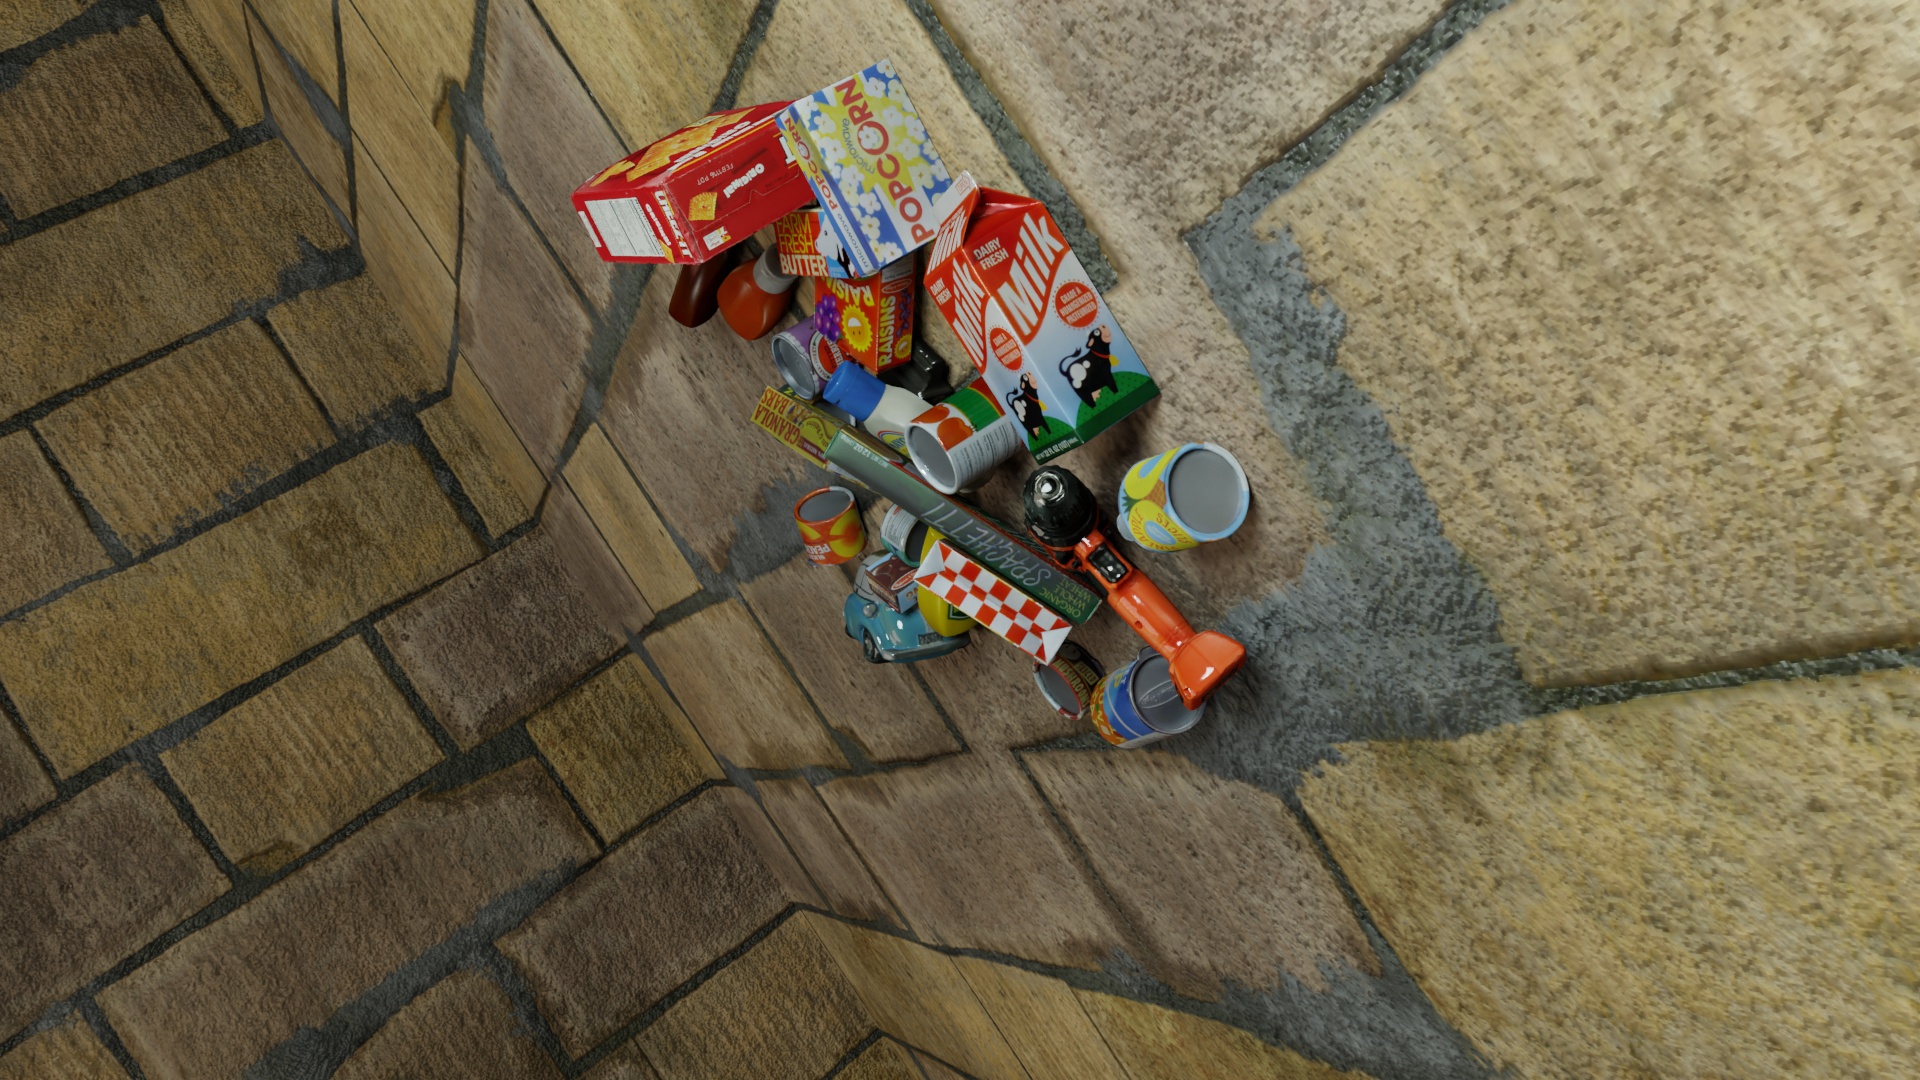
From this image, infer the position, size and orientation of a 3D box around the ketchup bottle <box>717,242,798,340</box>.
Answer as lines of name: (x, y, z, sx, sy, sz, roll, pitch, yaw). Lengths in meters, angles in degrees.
ketchup bottle: (-0.184, -0.234, 1.290, 0.064, 0.044, 0.148, 57, 156, -5)

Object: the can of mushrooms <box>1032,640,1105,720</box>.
can of mushrooms: (0.098, 0.124, 1.235, 0.071, 0.033, 0.070, 43, 153, 28)

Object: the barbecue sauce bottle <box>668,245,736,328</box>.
barbecue sauce bottle: (-0.243, -0.270, 1.339, 0.043, 0.065, 0.147, 33, 146, -2)

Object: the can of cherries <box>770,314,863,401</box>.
can of cherries: (-0.127, -0.168, 1.251, 0.071, 0.058, 0.071, 42, 152, 29)

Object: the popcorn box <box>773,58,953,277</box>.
popcorn box: (-0.061, -0.259, 0.971, 0.126, 0.085, 0.038, 61, 154, -12)

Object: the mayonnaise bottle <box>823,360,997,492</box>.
mayonnaise bottle: (-0.040, -0.092, 1.128, 0.148, 0.041, 0.064, 31, 160, -18)

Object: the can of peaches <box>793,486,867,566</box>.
can of peaches: (-0.137, -0.014, 1.454, 0.071, 0.071, 0.057, 31, 145, 44)

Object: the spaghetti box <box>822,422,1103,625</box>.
spaghetti box: (0.004, -0.014, 1.108, 0.250, 0.028, 0.050, 33, -169, -1)

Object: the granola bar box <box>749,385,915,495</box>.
granola bar box: (-0.099, -0.080, 1.234, 0.124, 0.039, 0.166, 25, -175, -36)

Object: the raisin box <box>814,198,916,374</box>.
raisin box: (-0.076, -0.206, 1.094, 0.086, 0.040, 0.122, 37, 138, 35)

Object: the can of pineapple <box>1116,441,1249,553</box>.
can of pineapple: (0.144, -0.026, 0.905, 0.071, 0.071, 0.057, 58, 156, -5)

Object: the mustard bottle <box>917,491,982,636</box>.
mustard bottle: (-0.005, 0.015, 1.254, 0.049, 0.065, 0.159, 40, 145, 36)

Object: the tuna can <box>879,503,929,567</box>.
tuna can: (-0.037, -0.010, 1.279, 0.033, 0.071, 0.070, 35, 149, 36)

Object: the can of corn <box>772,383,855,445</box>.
can of corn: (-0.145, -0.117, 1.336, 0.058, 0.071, 0.071, 24, 142, 48)

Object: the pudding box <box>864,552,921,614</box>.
pudding box: (-0.043, 0.027, 1.311, 0.050, 0.084, 0.030, 36, 150, 37)

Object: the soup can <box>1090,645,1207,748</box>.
soup can: (0.147, 0.125, 1.104, 0.071, 0.071, 0.083, 54, 157, 3)

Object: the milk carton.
milk carton: (0.042, -0.153, 0.928, 0.190, 0.074, 0.072, 57, 156, -3)

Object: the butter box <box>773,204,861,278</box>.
butter box: (-0.105, -0.229, 1.060, 0.103, 0.024, 0.053, 15, 121, 49)

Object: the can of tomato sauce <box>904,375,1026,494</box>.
can of tomato sauce: (0.007, -0.084, 1.073, 0.071, 0.083, 0.070, 42, 153, 28)

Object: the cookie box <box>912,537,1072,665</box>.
cookie box: (0.025, 0.047, 1.129, 0.123, 0.040, 0.167, 32, -179, 1)
